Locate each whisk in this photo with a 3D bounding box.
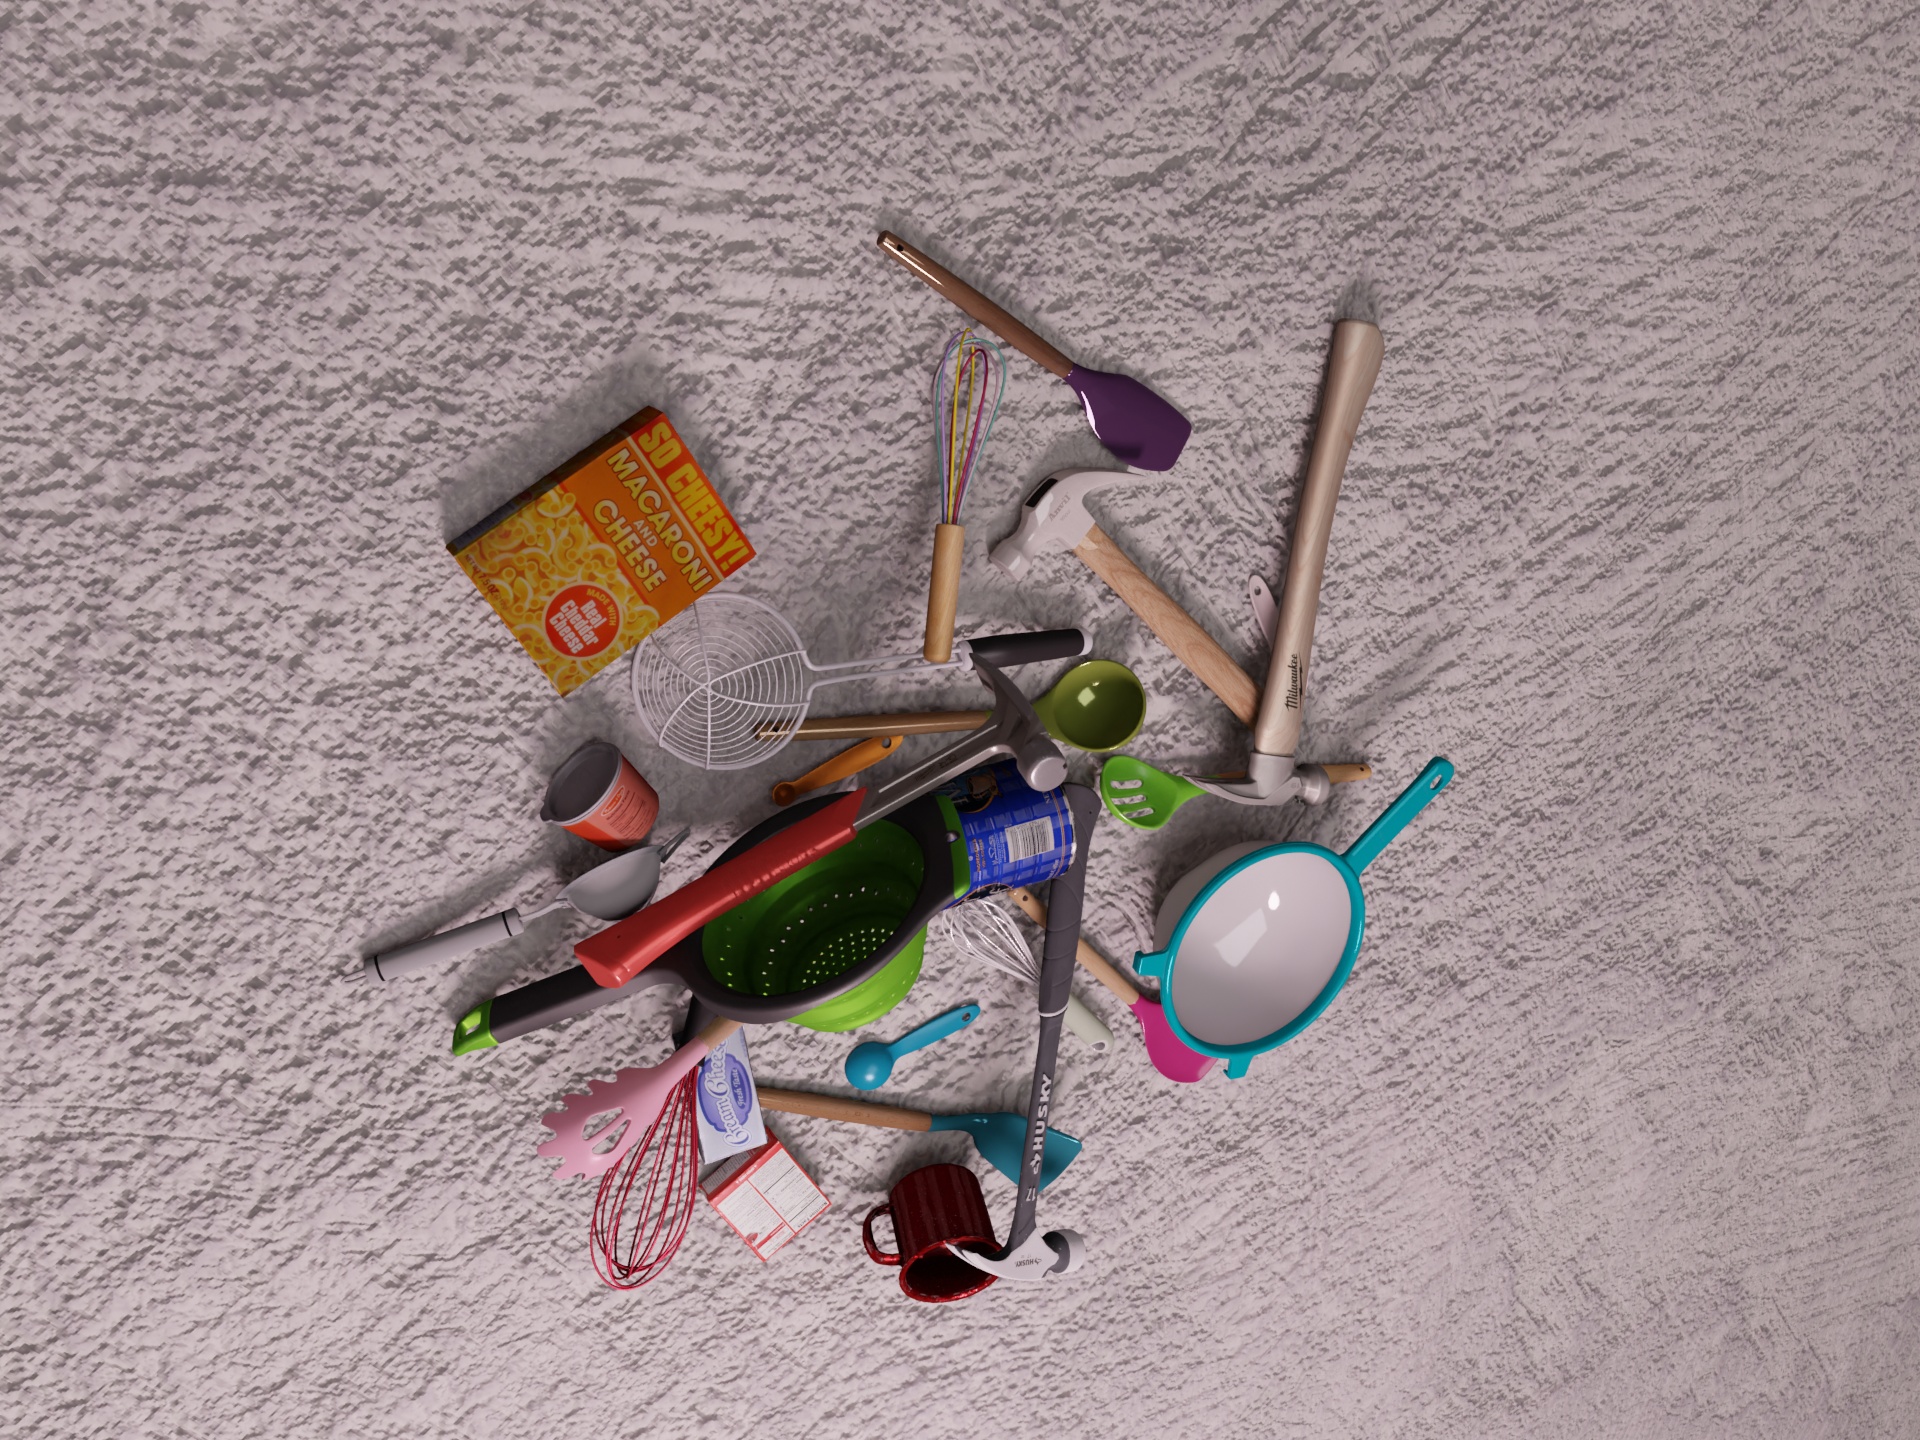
[{"bbox_3d":[0.063,0.218,1.356,0.058,0.059,0.246,-25,129,23],"label":"whisk"},{"bbox_3d":[-0.003,-0.164,1.164,0.051,0.047,0.245,5,92,-17],"label":"whisk"},{"bbox_3d":[-0.208,0.275,1.188,0.073,0.073,0.296,24,75,-32],"label":"whisk"}]

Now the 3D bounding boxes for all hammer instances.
[{"bbox_3d":[0.070,0.255,1.309,0.149,0.036,0.409,12,84,-47],"label":"hammer"},{"bbox_3d":[0.170,-0.088,1.314,0.331,0.031,0.130,39,87,-33],"label":"hammer"},{"bbox_3d":[-0.106,0.077,1.121,0.359,0.149,0.036,-29,128,-6],"label":"hammer"},{"bbox_3d":[0.284,-0.130,1.334,0.146,0.038,0.410,5,99,-34],"label":"hammer"}]

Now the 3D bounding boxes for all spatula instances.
[{"bbox_3d":[-0.047,0.343,1.337,0.317,0.044,0.082,17,126,-30],"label":"spatula"},{"bbox_3d":[0.061,-0.276,1.199,0.315,0.018,0.060,28,90,-33],"label":"spatula"}]

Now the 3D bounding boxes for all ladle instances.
[{"bbox_3d":[-0.002,-0.004,1.237,0.320,0.062,0.078,-3,68,-23],"label":"ladle"}]

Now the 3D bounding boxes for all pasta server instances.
[{"bbox_3d":[-0.175,0.223,1.173,0.316,0.040,0.060,-39,102,-35],"label":"pasta server"}]

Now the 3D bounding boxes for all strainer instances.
[{"bbox_3d":[-0.307,0.141,1.122,0.258,0.086,0.050,-19,74,-11],"label":"strainer"},{"bbox_3d":[0.292,0.142,1.414,0.340,0.095,0.210,-44,124,-5],"label":"strainer"}]

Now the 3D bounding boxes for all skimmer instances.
[{"bbox_3d":[-0.063,-0.044,1.201,0.363,0.090,0.127,-9,97,-35],"label":"skimmer"}]

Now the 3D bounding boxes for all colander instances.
[{"bbox_3d":[-0.167,0.182,1.140,0.397,0.205,0.094,-21,126,6],"label":"colander"}]

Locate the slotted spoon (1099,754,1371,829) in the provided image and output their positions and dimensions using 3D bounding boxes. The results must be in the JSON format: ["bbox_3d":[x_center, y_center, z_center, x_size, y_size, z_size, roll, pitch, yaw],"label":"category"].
[{"bbox_3d":[0.246,0.056,1.400,0.313,0.070,0.031,-3,152,-31],"label":"slotted spoon"}]

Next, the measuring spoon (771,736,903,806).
[{"bbox_3d":[-0.095,0.035,1.228,0.117,0.011,0.021,-27,114,-22],"label":"measuring spoon"}]

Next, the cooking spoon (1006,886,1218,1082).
[{"bbox_3d":[0.139,0.233,1.414,0.069,0.017,0.318,-49,122,-5],"label":"cooking spoon"}]

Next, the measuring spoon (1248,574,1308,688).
[{"bbox_3d":[0.271,-0.072,1.386,0.034,0.018,0.124,-32,112,-19],"label":"measuring spoon"}]

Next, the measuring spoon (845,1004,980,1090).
[{"bbox_3d":[-0.035,0.273,1.331,0.128,0.021,0.042,-24,117,-18],"label":"measuring spoon"}]
